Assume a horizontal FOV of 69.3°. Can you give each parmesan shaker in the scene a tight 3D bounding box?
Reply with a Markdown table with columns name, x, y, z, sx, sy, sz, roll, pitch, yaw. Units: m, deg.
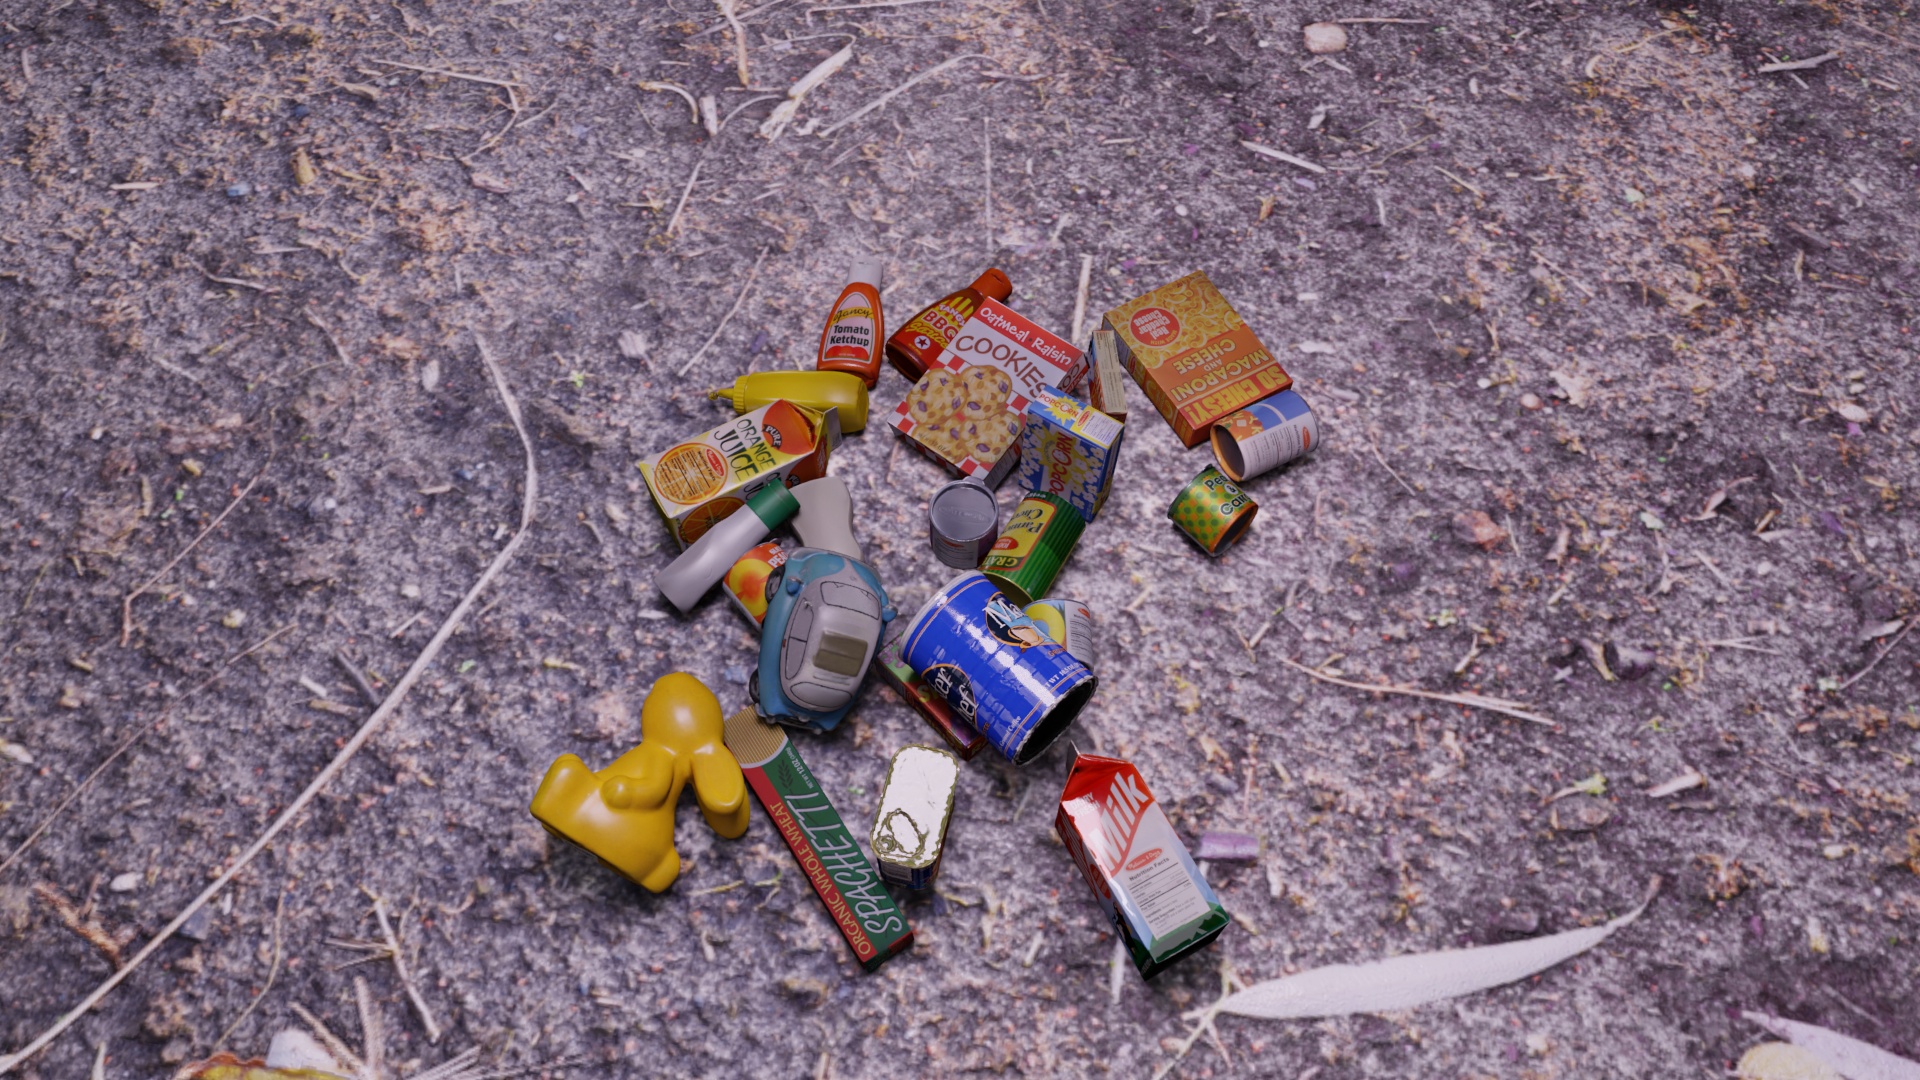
| name | x | y | z | sx | sy | sz | roll | pitch | yaw |
| --- | --- | --- | --- | --- | --- | --- | --- | --- | --- |
| parmesan shaker | 0.063 | 0.012 | 1.295 | 0.071 | 0.071 | 0.103 | 26 | 63 | 13 |

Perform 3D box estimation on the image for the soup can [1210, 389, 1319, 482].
| name | x | y | z | sx | sy | sz | roll | pitch | yaw |
| --- | --- | --- | --- | --- | --- | --- | --- | --- | --- |
| soup can | 0.296 | -0.103 | 1.361 | 0.084 | 0.071 | 0.071 | -24 | 64 | -13 |

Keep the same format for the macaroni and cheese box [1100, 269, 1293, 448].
| name | x | y | z | sx | sy | sz | roll | pitch | yaw |
| --- | --- | --- | --- | --- | --- | --- | --- | --- | --- |
| macaroni and cheese box | 0.240 | -0.187 | 1.421 | 0.124 | 0.040 | 0.167 | -26 | 64 | -14 |

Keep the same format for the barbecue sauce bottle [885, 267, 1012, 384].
| name | x | y | z | sx | sy | sz | roll | pitch | yaw |
| --- | --- | --- | --- | --- | --- | --- | --- | --- | --- |
| barbecue sauce bottle | -0.007 | -0.225 | 1.438 | 0.065 | 0.043 | 0.149 | 41 | 68 | 10 |

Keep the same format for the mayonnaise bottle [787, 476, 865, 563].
| name | x | y | z | sx | sy | sz | roll | pitch | yaw |
| --- | --- | --- | --- | --- | --- | --- | --- | --- | --- |
| mayonnaise bottle | -0.121 | 0.013 | 1.306 | 0.065 | 0.041 | 0.148 | -16 | 64 | -4 |

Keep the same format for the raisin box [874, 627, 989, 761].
| name | x | y | z | sx | sy | sz | roll | pitch | yaw |
| --- | --- | --- | --- | --- | --- | --- | --- | --- | --- |
| raisin box | -0.005 | 0.124 | 1.245 | 0.086 | 0.040 | 0.123 | -39 | 69 | -21 |

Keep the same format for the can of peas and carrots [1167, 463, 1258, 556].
| name | x | y | z | sx | sy | sz | roll | pitch | yaw |
| --- | --- | --- | --- | --- | --- | --- | --- | --- | --- |
| can of peas and carrots | 0.241 | -0.029 | 1.315 | 0.071 | 0.070 | 0.059 | -39 | 69 | -19 |

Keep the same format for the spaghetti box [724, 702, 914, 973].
| name | x | y | z | sx | sy | sz | roll | pitch | yaw |
| --- | --- | --- | --- | --- | --- | --- | --- | --- | --- |
| spaghetti box | -0.126 | 0.246 | 1.181 | 0.050 | 0.028 | 0.251 | -31 | 65 | -15 |

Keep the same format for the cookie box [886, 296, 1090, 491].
| name | x | y | z | sx | sy | sz | roll | pitch | yaw |
| --- | --- | --- | --- | --- | --- | --- | --- | --- | --- |
| cookie box | 0.028 | -0.144 | 1.371 | 0.123 | 0.040 | 0.168 | 34 | 79 | 23 |

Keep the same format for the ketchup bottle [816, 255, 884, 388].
| name | x | y | z | sx | sy | sz | roll | pitch | yaw |
| --- | --- | --- | --- | --- | --- | --- | --- | --- | --- |
| ketchup bottle | -0.107 | -0.227 | 1.438 | 0.065 | 0.043 | 0.149 | 4 | 60 | 5 |

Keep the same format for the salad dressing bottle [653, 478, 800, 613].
| name | x | y | z | sx | sy | sz | roll | pitch | yaw |
| --- | --- | --- | --- | --- | --- | --- | --- | --- | --- |
| salad dressing bottle | -0.214 | 0.003 | 1.287 | 0.148 | 0.064 | 0.044 | -42 | 105 | -7 |

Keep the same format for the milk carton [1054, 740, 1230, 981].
| name | x | y | z | sx | sy | sz | roll | pitch | yaw |
| --- | --- | --- | --- | --- | --- | --- | --- | --- | --- |
| milk carton | 0.137 | 0.257 | 1.154 | 0.073 | 0.072 | 0.191 | -25 | 65 | -14 |

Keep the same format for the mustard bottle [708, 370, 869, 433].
| name | x | y | z | sx | sy | sz | roll | pitch | yaw |
| --- | --- | --- | --- | --- | --- | --- | --- | --- | --- |
| mustard bottle | -0.173 | -0.142 | 1.380 | 0.160 | 0.065 | 0.049 | 6 | 65 | 7 |

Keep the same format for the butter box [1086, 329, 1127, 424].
| name | x | y | z | sx | sy | sz | roll | pitch | yaw |
| --- | --- | --- | --- | --- | --- | --- | --- | --- | --- |
| butter box | 0.146 | -0.155 | 1.395 | 0.024 | 0.053 | 0.104 | -3 | 61 | -5 |

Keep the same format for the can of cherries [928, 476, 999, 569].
| name | x | y | z | sx | sy | sz | roll | pitch | yaw |
| --- | --- | --- | --- | --- | --- | --- | --- | --- | --- |
| can of cherries | 0.005 | -0.016 | 1.313 | 0.071 | 0.058 | 0.072 | 0 | 61 | 1 |

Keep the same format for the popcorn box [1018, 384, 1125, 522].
| name | x | y | z | sx | sy | sz | roll | pitch | yaw |
| --- | --- | --- | --- | --- | --- | --- | --- | --- | --- |
| popcorn box | 0.103 | -0.081 | 1.311 | 0.085 | 0.126 | 0.038 | 29 | 62 | 14 |

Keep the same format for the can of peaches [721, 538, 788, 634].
| name | x | y | z | sx | sy | sz | roll | pitch | yaw |
| --- | --- | --- | --- | --- | --- | --- | --- | --- | --- |
| can of peaches | -0.174 | 0.043 | 1.272 | 0.071 | 0.071 | 0.058 | -36 | 68 | -18 |

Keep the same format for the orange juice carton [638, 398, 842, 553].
| name | x | y | z | sx | sy | sz | roll | pitch | yaw |
| --- | --- | --- | --- | --- | --- | --- | --- | --- | --- |
| orange juice carton | -0.201 | -0.071 | 1.334 | 0.193 | 0.071 | 0.073 | -27 | 65 | -14 |

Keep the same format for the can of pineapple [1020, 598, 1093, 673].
| name | x | y | z | sx | sy | sz | roll | pitch | yaw |
| --- | --- | --- | --- | --- | --- | --- | --- | --- | --- |
| can of pineapple | 0.084 | 0.092 | 1.249 | 0.071 | 0.070 | 0.058 | -1 | 61 | -1 |
